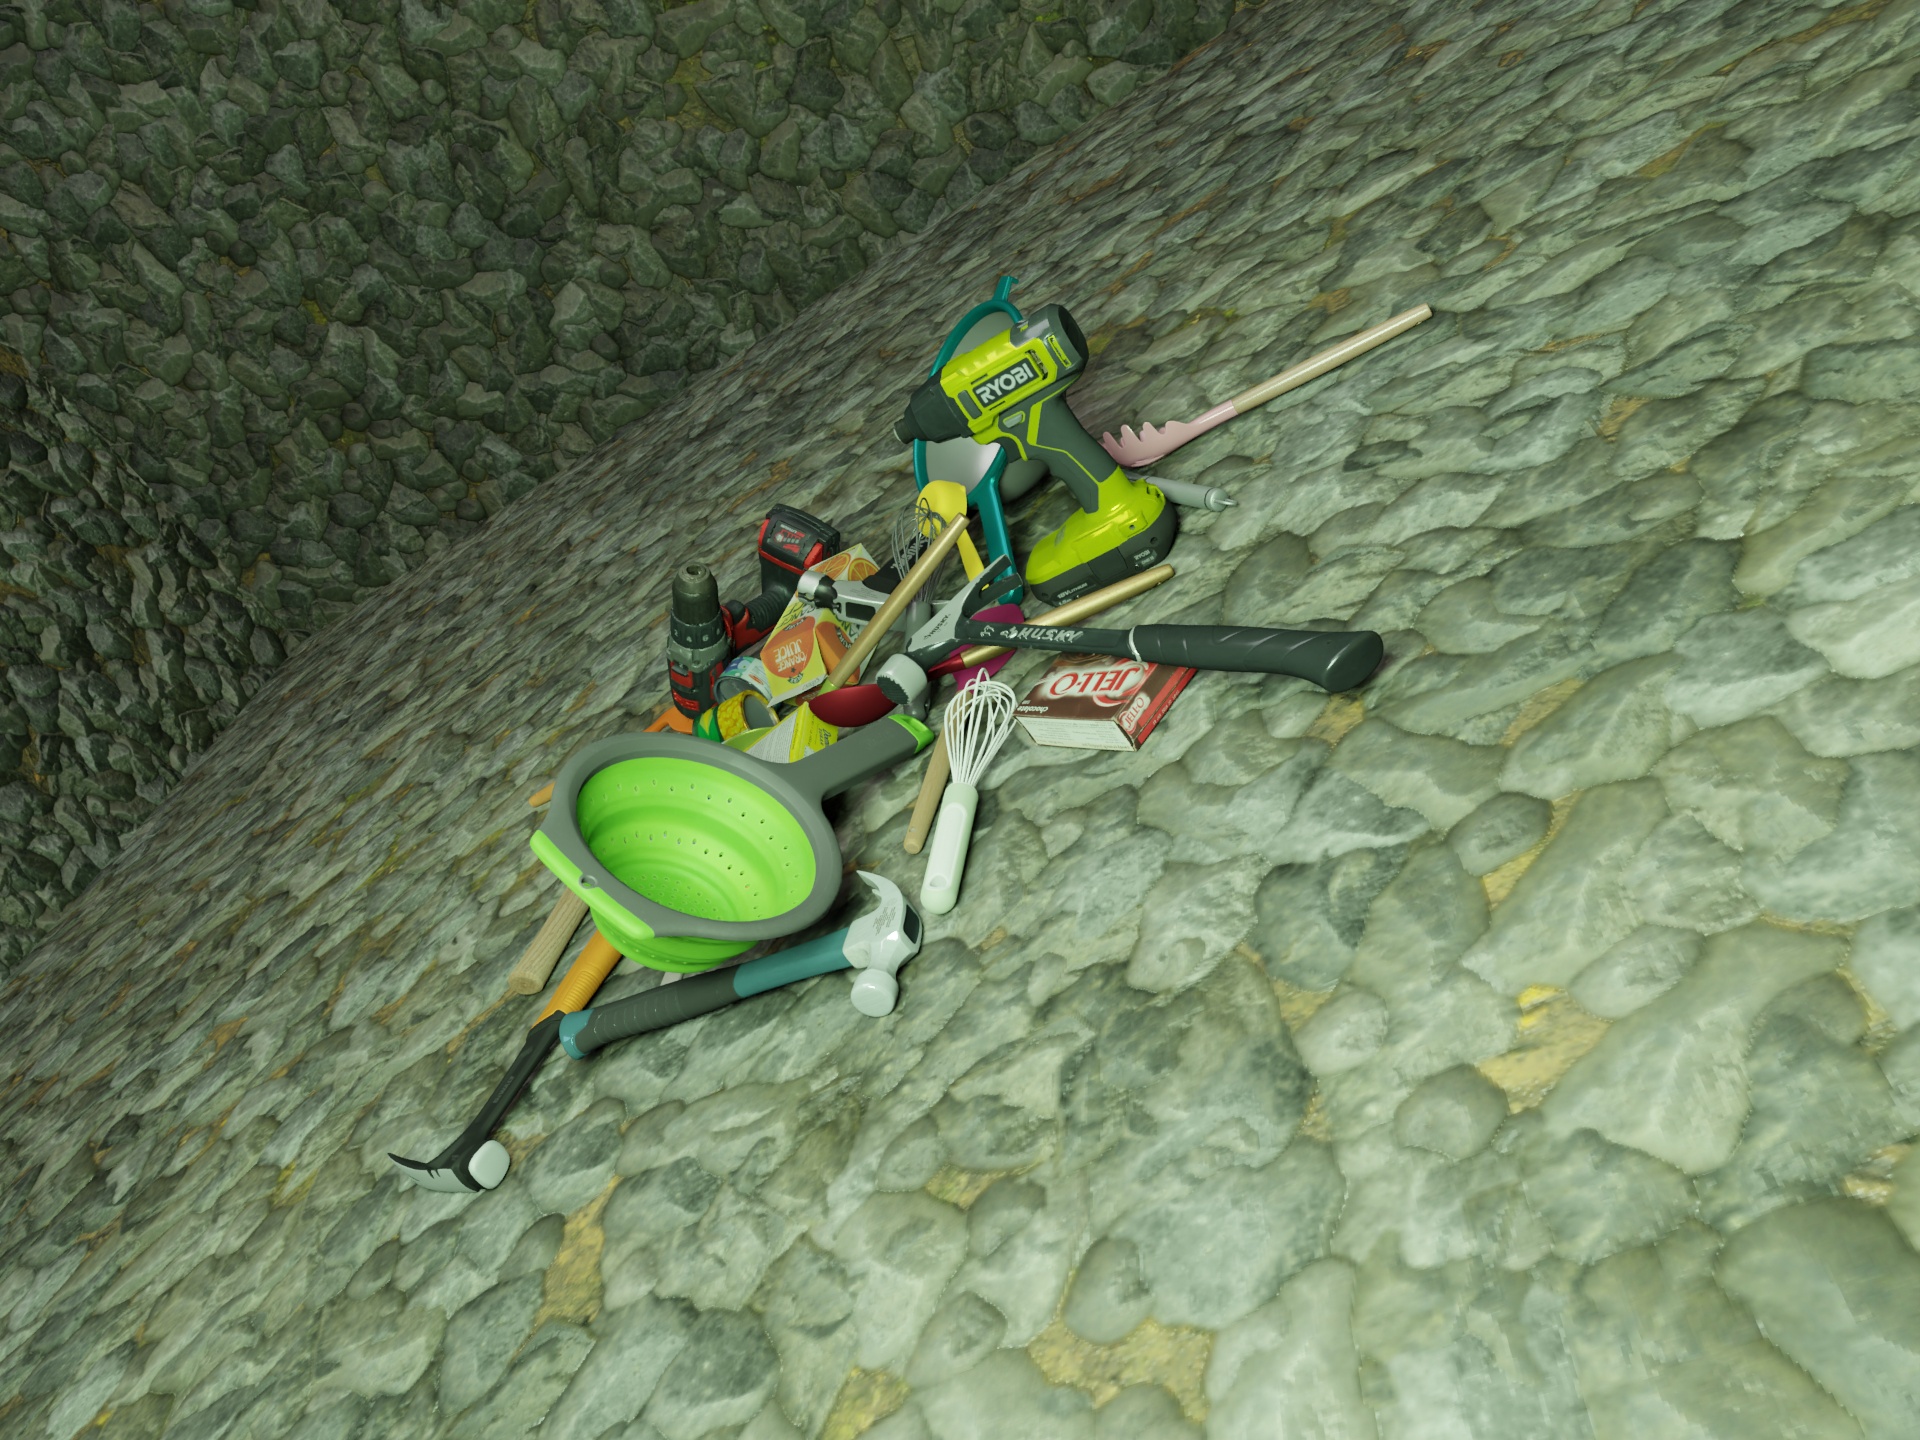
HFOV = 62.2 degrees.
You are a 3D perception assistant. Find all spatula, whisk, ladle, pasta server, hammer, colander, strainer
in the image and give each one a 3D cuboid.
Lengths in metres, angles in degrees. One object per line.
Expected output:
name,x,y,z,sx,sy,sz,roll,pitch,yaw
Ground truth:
spatula,-0.349,0.037,1.690,0.322,0.041,0.081,-26,27,32
whisk,0.002,0.048,1.162,0.058,0.059,0.247,0,39,11
ladle,-0.103,-0.058,1.379,0.320,0.062,0.078,-51,32,14
pasta server,0.269,-0.302,1.432,0.316,0.040,0.060,-24,-5,24
hammer,-0.324,0.233,1.288,0.127,0.034,0.337,-13,33,40
whisk,-0.036,-0.099,1.399,0.055,0.055,0.239,-22,51,31
hammer,-0.166,0.190,1.140,0.331,0.033,0.128,-21,29,29
hammer,-0.334,0.126,1.495,0.130,0.031,0.331,-22,28,31
hammer,0.114,-0.057,1.116,0.409,0.036,0.149,7,49,48
colander,-0.149,0.084,1.165,0.397,0.205,0.094,-27,-31,-54
ladle,0.026,-0.059,1.287,0.315,0.031,0.069,-23,-18,4
hammer,-0.016,-0.186,1.568,0.146,0.035,0.335,17,40,19
strainer,0.052,-0.241,1.515,0.211,0.095,0.341,-47,43,44
strainer,0.160,-0.206,1.405,0.259,0.086,0.050,26,110,58

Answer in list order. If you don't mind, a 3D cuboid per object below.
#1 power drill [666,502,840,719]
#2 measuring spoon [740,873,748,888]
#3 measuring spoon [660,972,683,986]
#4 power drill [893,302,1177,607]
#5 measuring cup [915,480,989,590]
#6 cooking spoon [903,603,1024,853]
power drill,-0.216,-0.127,1.604,0.080,0.187,0.227,27,51,18
measuring spoon,-0.191,0.127,1.322,0.021,0.011,0.117,-42,24,-12
measuring spoon,-0.228,0.189,1.253,0.034,0.018,0.124,-27,27,21
power drill,0.065,-0.211,1.317,0.171,0.223,0.080,-26,26,24
measuring cup,-0.007,-0.163,1.466,0.062,0.029,0.157,-58,37,35
cooking spoon,-0.002,-0.004,1.287,0.069,0.017,0.319,-12,34,24
